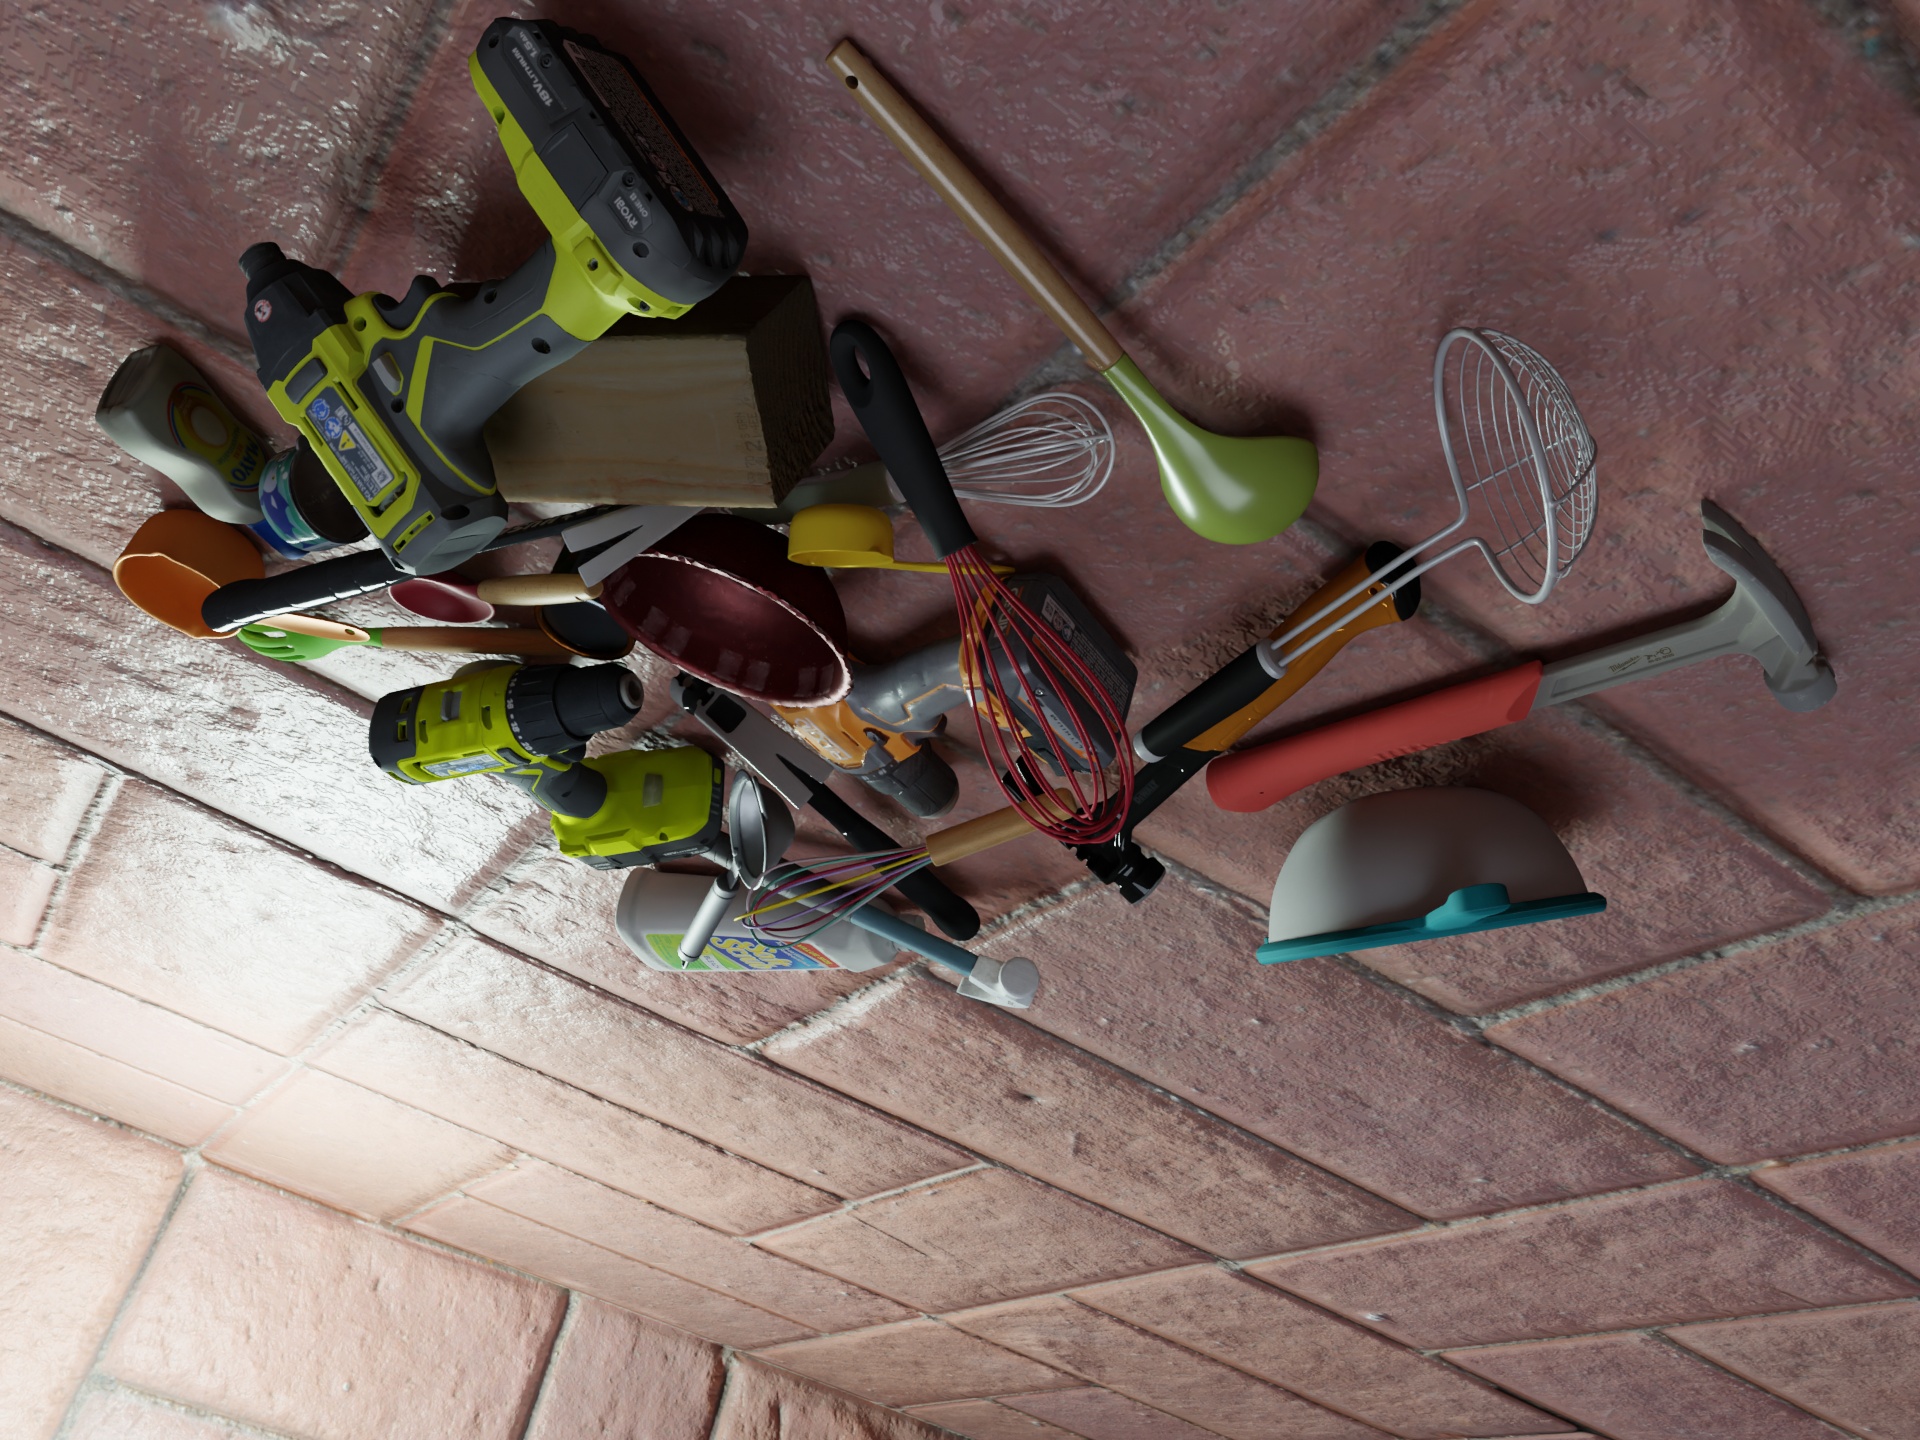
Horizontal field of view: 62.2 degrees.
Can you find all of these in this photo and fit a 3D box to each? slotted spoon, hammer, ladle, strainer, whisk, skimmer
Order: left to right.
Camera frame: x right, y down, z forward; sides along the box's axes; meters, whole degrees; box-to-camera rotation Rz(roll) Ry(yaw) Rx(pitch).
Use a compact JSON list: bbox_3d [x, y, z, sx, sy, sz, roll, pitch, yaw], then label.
[{"bbox_3d":[-0.381,-0.058,1.116,0.314,0.031,0.070,3,149,15],"label":"slotted spoon"},{"bbox_3d":[-0.306,-0.094,0.928,0.409,0.149,0.036,-8,115,30],"label":"hammer"},{"bbox_3d":[-0.277,-0.077,0.956,0.069,0.031,0.315,21,171,-33],"label":"ladle"},{"bbox_3d":[-0.170,0.117,1.184,0.050,0.087,0.258,0,144,-30],"label":"strainer"},{"bbox_3d":[-0.093,0.141,1.226,0.331,0.033,0.128,24,165,7],"label":"hammer"},{"bbox_3d":[-0.072,0.081,1.149,0.146,0.035,0.334,34,171,43],"label":"hammer"},{"bbox_3d":[-0.039,0.095,1.050,0.245,0.051,0.047,-21,146,12],"label":"whisk"},{"bbox_3d":[-0.027,-0.132,0.863,0.246,0.058,0.059,-5,107,32],"label":"whisk"},{"bbox_3d":[0.008,-0.070,0.811,0.073,0.073,0.296,-24,94,43],"label":"whisk"},{"bbox_3d":[0.058,-0.196,0.748,0.320,0.062,0.078,42,139,-24],"label":"ladle"},{"bbox_3d":[0.151,-0.005,0.963,0.127,0.034,0.336,42,138,1],"label":"hammer"},{"bbox_3d":[0.177,-0.059,0.809,0.090,0.127,0.363,-3,157,-34],"label":"skimmer"},{"bbox_3d":[0.271,0.080,0.928,0.211,0.095,0.340,-10,168,8],"label":"strainer"},{"bbox_3d":[0.290,-0.012,0.916,0.359,0.037,0.149,-20,133,40],"label":"hammer"}]

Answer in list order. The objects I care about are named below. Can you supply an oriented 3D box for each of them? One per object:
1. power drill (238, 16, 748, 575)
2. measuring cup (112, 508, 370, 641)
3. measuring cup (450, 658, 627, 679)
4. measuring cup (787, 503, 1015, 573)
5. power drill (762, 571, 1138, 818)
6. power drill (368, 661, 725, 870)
[{"bbox_3d":[-0.221,-0.196,0.714,0.223,0.080,0.171,-36,88,22],"label":"power drill"},{"bbox_3d":[-0.479,-0.093,1.083,0.173,0.052,0.095,13,146,-2],"label":"measuring cup"},{"bbox_3d":[-0.292,-0.028,1.113,0.167,0.038,0.083,-19,148,31],"label":"measuring cup"},{"bbox_3d":[-0.027,-0.099,0.884,0.156,0.029,0.062,0,178,-43],"label":"measuring cup"},{"bbox_3d":[-0.002,-0.003,1.005,0.226,0.084,0.185,-9,140,38],"label":"power drill"},{"bbox_3d":[-0.258,0.027,1.092,0.190,0.080,0.228,-10,154,21],"label":"power drill"}]
